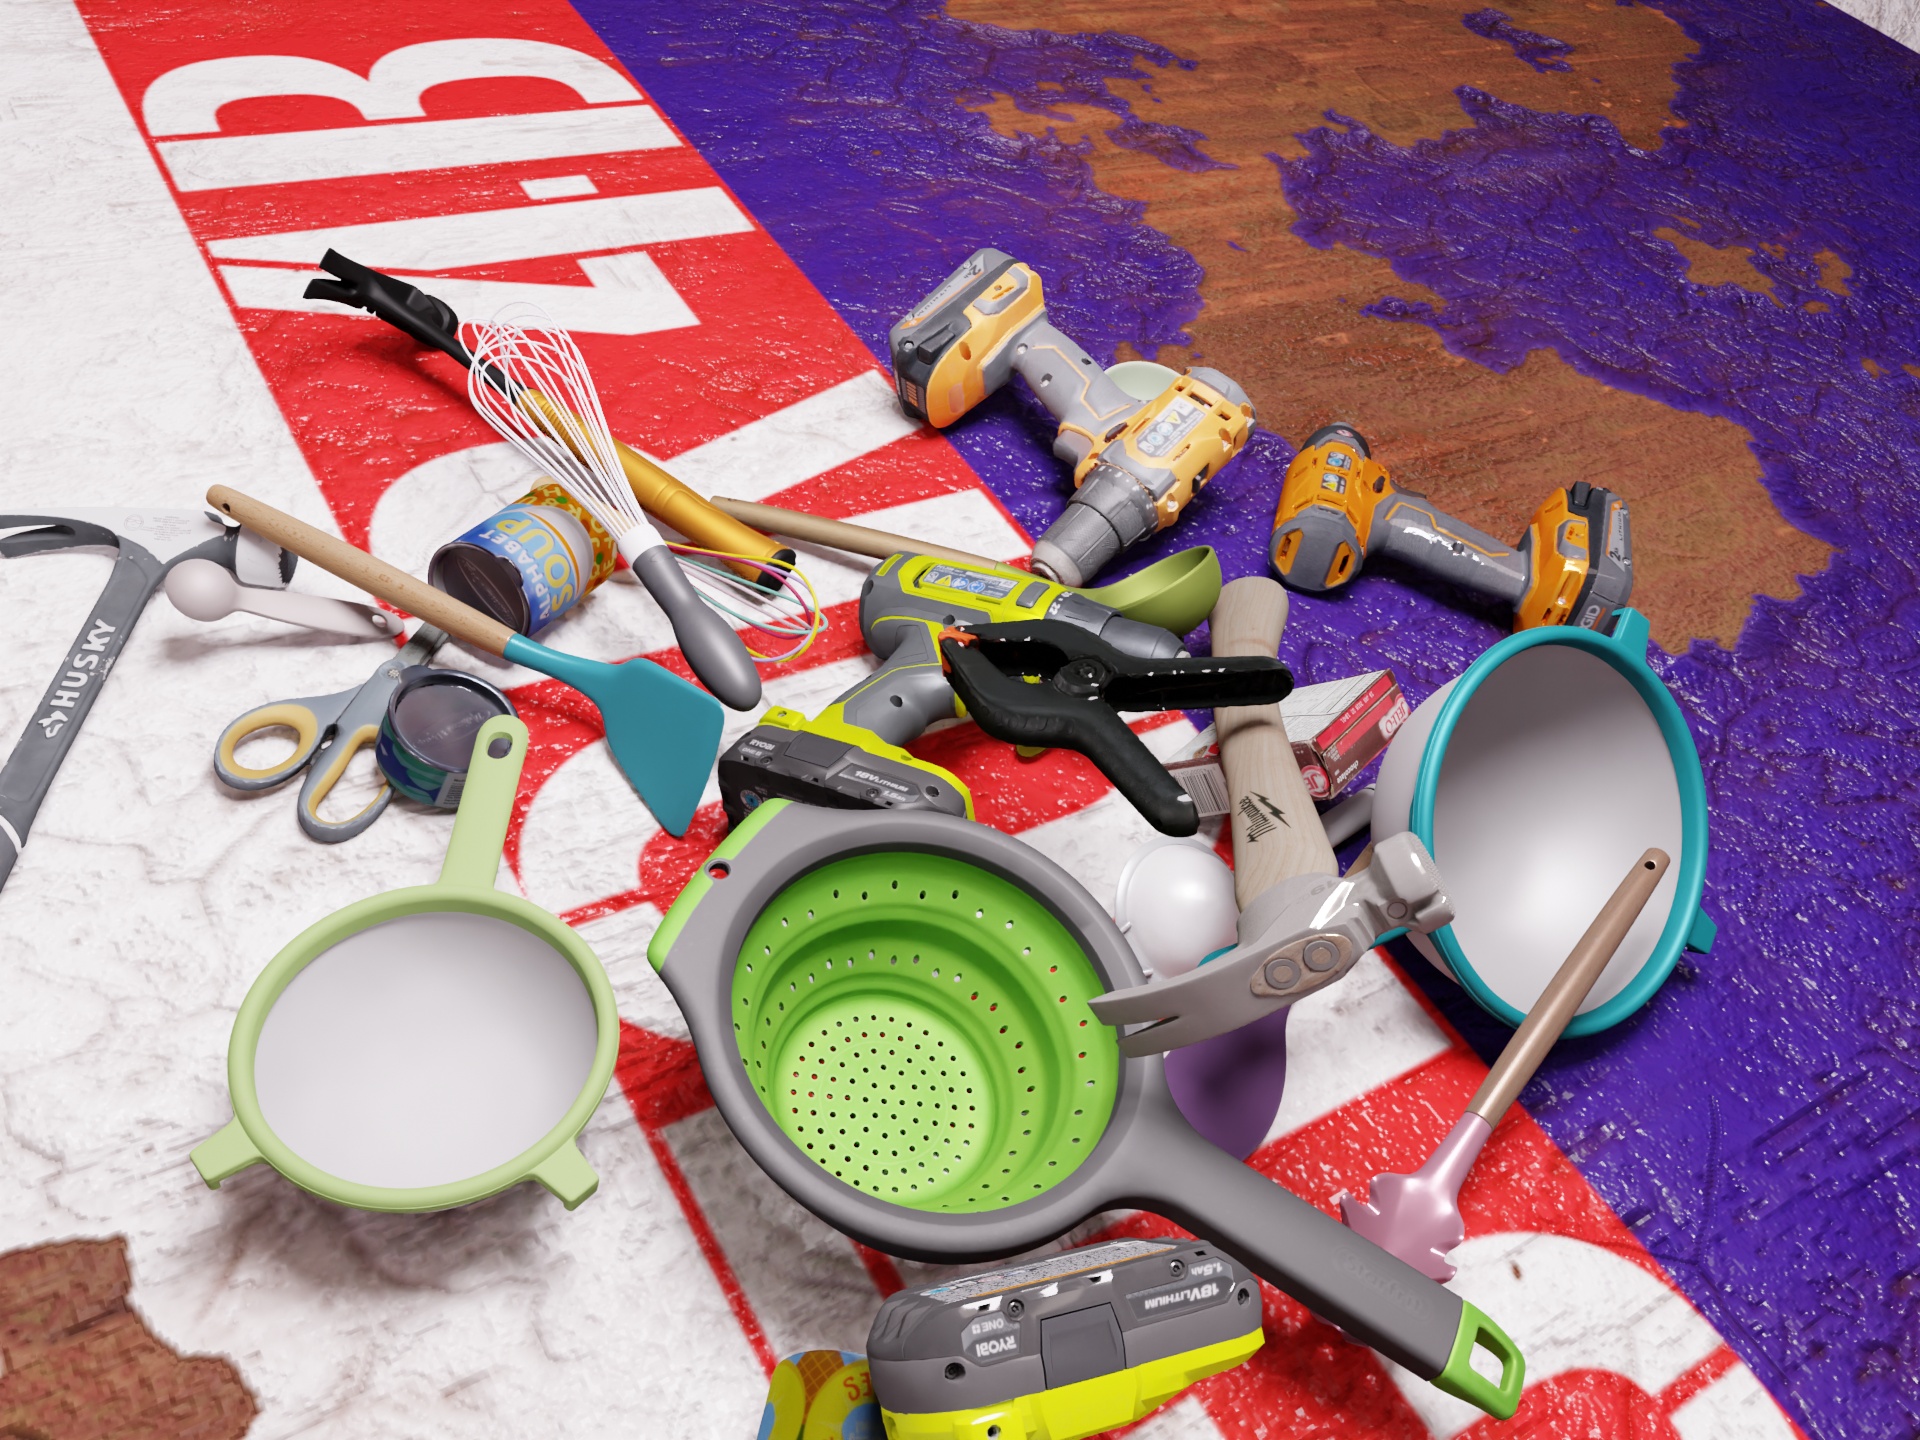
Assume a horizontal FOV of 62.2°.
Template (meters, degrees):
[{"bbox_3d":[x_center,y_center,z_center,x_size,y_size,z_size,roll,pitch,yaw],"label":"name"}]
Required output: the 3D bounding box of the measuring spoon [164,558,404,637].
[{"bbox_3d":[-0.349,-0.063,0.833,0.124,0.018,0.034,10,57,-42],"label":"measuring spoon"}]

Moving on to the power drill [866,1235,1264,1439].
[{"bbox_3d":[0.059,0.300,0.541,0.171,0.080,0.223,-6,77,-20],"label":"power drill"}]

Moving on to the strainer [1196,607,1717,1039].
[{"bbox_3d":[0.237,0.075,0.819,0.340,0.095,0.211,-18,97,-27],"label":"strainer"}]

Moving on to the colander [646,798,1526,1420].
[{"bbox_3d":[0.047,0.189,0.686,0.397,0.094,0.205,31,48,6],"label":"colander"}]

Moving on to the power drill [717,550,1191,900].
[{"bbox_3d":[-0.001,-0.003,0.840,0.191,0.080,0.228,15,42,25],"label":"power drill"}]

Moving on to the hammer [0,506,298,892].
[{"bbox_3d":[-0.443,0.034,0.735,0.149,0.036,0.409,8,46,-7],"label":"hammer"}]

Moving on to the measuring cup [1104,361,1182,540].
[{"bbox_3d":[0.125,-0.179,1.105,0.083,0.038,0.168,9,56,-2],"label":"measuring cup"}]

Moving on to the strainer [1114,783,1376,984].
[{"bbox_3d":[0.167,0.078,0.855,0.258,0.050,0.087,-24,87,-40],"label":"strainer"}]

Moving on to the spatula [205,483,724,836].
[{"bbox_3d":[-0.262,-0.048,0.827,0.317,0.082,0.044,26,27,5],"label":"spatula"}]

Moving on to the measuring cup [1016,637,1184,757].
[{"bbox_3d":[0.079,-0.022,0.948,0.062,0.029,0.156,30,56,20],"label":"measuring cup"}]

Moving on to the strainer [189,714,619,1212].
[{"bbox_3d":[-0.221,0.109,0.700,0.151,0.069,0.257,5,45,-7],"label":"strainer"}]

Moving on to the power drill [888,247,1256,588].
[{"bbox_3d":[0.054,-0.196,1.053,0.226,0.084,0.185,37,71,20],"label":"power drill"}]

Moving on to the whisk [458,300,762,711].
[{"bbox_3d":[-0.187,-0.116,0.852,0.070,0.070,0.285,-24,69,-33],"label":"whisk"}]

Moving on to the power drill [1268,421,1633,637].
[{"bbox_3d":[0.331,-0.134,1.086,0.226,0.084,0.164,16,44,6],"label":"power drill"}]

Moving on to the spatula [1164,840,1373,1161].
[{"bbox_3d":[0.183,0.125,0.834,0.060,0.018,0.316,36,49,14],"label":"spatula"}]

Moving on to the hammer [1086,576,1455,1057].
[{"bbox_3d":[0.139,0.017,0.795,0.038,0.146,0.411,55,18,-17],"label":"hammer"}]

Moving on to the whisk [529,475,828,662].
[{"bbox_3d":[-0.164,-0.095,0.901,0.245,0.047,0.051,28,40,33],"label":"whisk"}]

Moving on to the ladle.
[{"bbox_3d":[-0.002,-0.106,0.957,0.320,0.062,0.078,15,26,12],"label":"ladle"}]

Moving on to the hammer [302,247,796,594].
[{"bbox_3d":[-0.241,-0.179,0.968,0.337,0.034,0.127,35,9,12],"label":"hammer"}]

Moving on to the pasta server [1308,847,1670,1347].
[{"bbox_3d":[0.260,0.167,0.752,0.060,0.040,0.316,32,62,27],"label":"pasta server"}]
